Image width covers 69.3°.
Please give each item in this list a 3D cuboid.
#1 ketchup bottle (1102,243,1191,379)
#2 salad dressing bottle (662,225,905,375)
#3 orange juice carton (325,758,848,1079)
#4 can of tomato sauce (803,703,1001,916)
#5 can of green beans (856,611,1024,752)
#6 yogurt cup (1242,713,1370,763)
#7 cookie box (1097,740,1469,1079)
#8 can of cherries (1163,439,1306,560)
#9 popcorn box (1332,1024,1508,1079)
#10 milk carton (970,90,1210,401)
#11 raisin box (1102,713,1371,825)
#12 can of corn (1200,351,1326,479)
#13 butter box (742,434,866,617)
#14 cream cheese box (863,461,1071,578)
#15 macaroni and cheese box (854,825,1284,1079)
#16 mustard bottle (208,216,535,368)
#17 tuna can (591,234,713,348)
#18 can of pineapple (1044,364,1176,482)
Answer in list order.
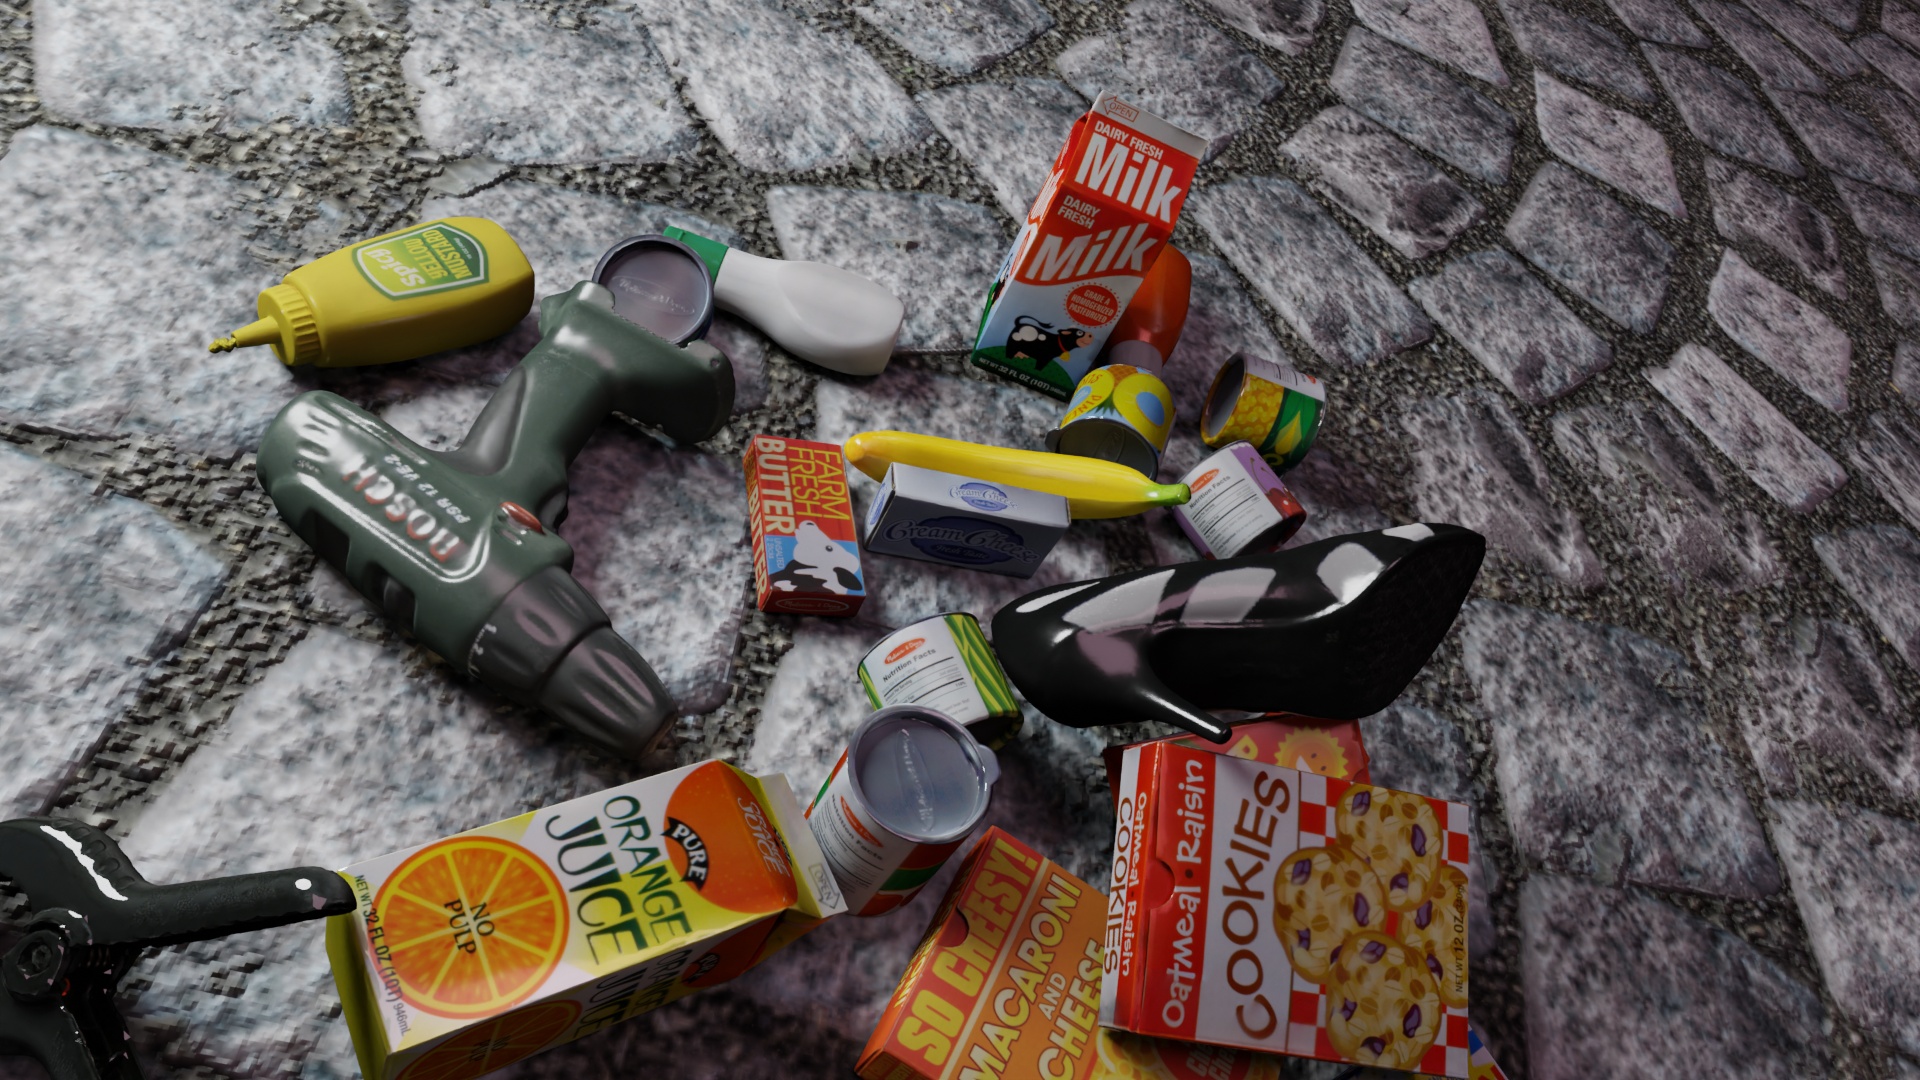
[{"bbox_3d":[0.121,-0.146,0.940,0.065,0.043,0.149,21,48,-9],"label":"ketchup bottle"},{"bbox_3d":[-0.109,-0.145,0.827,0.148,0.043,0.064,20,53,-9],"label":"salad dressing bottle"},{"bbox_3d":[-0.141,0.147,0.554,0.193,0.072,0.072,-12,60,-34],"label":"orange juice carton"},{"bbox_3d":[-0.030,0.122,0.623,0.071,0.082,0.071,14,49,-16],"label":"can of tomato sauce"},{"bbox_3d":[-0.010,0.077,0.681,0.071,0.071,0.058,-9,60,-32],"label":"can of green beans"},{"bbox_3d":[0.184,0.110,0.752,0.073,0.072,0.054,-21,73,-37],"label":"yogurt cup"},{"bbox_3d":[0.149,0.166,0.623,0.167,0.040,0.123,14,69,-17],"label":"cookie box"},{"bbox_3d":[0.168,-0.018,0.847,0.072,0.071,0.058,-20,65,-36],"label":"can of cherries"},{"bbox_3d":[0.207,0.282,0.641,0.127,0.038,0.085,-17,62,-35],"label":"popcorn box"},{"bbox_3d":[0.076,-0.182,0.846,0.072,0.189,0.074,22,47,-9],"label":"milk carton"},{"bbox_3d":[0.141,0.133,0.687,0.123,0.040,0.086,-8,80,-12],"label":"raisin box"},{"bbox_3d":[0.197,-0.082,0.913,0.058,0.070,0.071,19,48,-11],"label":"can of corn"},{"bbox_3d":[-0.084,-0.008,0.741,0.053,0.024,0.104,5,52,-24],"label":"butter box"},{"bbox_3d":[0.003,-0.010,0.765,0.104,0.053,0.024,11,50,-18],"label":"cream cheese box"},{"bbox_3d":[0.055,0.221,0.613,0.166,0.040,0.124,33,46,1],"label":"macaroni and cheese box"},{"bbox_3d":[-0.299,-0.120,0.708,0.161,0.048,0.065,-29,69,-40],"label":"mustard bottle"},{"bbox_3d":[-0.172,-0.132,0.775,0.071,0.032,0.071,1,80,-9],"label":"tuna can"},{"bbox_3d":[0.093,-0.066,0.846,0.071,0.070,0.058,28,46,-3],"label":"can of pineapple"}]
